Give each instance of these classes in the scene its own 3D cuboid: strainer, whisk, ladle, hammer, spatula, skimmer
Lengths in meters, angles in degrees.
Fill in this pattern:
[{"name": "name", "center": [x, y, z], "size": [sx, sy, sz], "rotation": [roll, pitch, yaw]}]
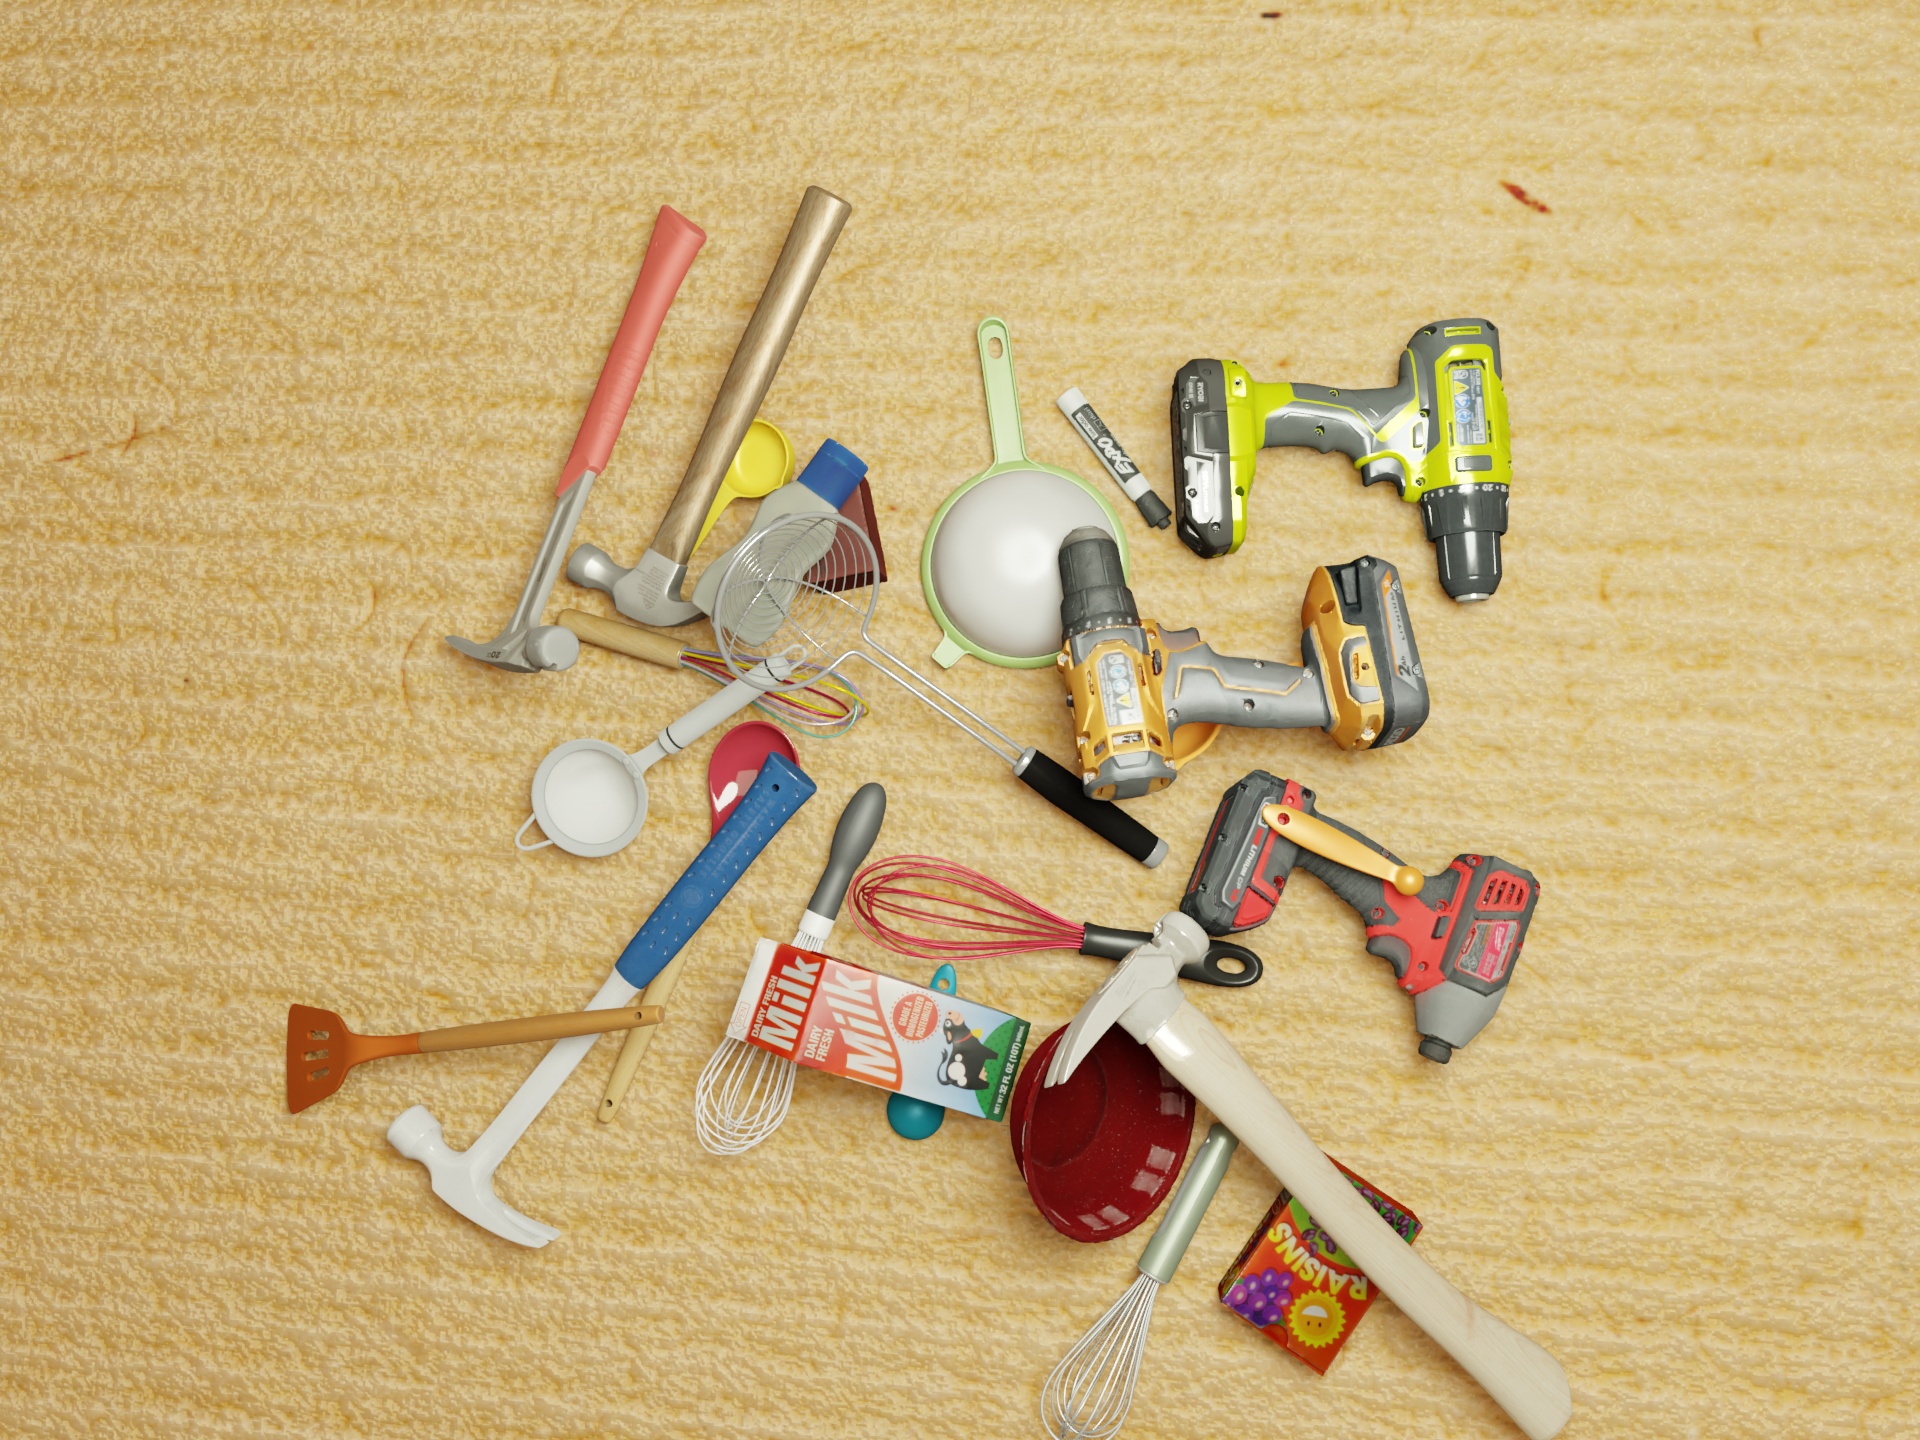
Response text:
[{"name": "strainer", "center": [0.037, -0.166, 1.124], "size": [0.151, 0.069, 0.256], "rotation": [-8, 88, 5]}, {"name": "whisk", "center": [0.128, 0.389, 1.099], "size": [0.059, 0.058, 0.246], "rotation": [28, 85, 5]}, {"name": "ladle", "center": [-0.196, 0.147, 1.154], "size": [0.069, 0.031, 0.315], "rotation": [24, 92, 10]}, {"name": "strainer", "center": [-0.211, 0.019, 1.135], "size": [0.258, 0.050, 0.087], "rotation": [-33, 93, 15]}, {"name": "hammer", "center": [-0.159, -0.218, 1.131], "size": [0.130, 0.031, 0.331], "rotation": [29, 100, 11]}, {"name": "spatula", "center": [-0.355, 0.225, 1.129], "size": [0.322, 0.041, 0.081], "rotation": [-9, 77, 15]}, {"name": "whisk", "center": [-0.116, 0.175, 1.131], "size": [0.070, 0.070, 0.284], "rotation": [22, 85, 6]}, {"name": "hammer", "center": [-0.238, 0.195, 1.131], "size": [0.144, 0.035, 0.405], "rotation": [40, 96, 10]}, {"name": "whisk", "center": [0.067, 0.148, 1.114], "size": [0.296, 0.073, 0.073], "rotation": [11, 88, 0]}, {"name": "hammer", "center": [0.236, 0.318, 1.031], "size": [0.410, 0.038, 0.146], "rotation": [46, 64, 0]}, {"name": "skimmer", "center": [-0.002, -0.003, 1.067], "size": [0.363, 0.090, 0.127], "rotation": [35, 89, -9]}, {"name": "whisk", "center": [-0.181, -0.038, 1.157], "size": [0.245, 0.047, 0.051], "rotation": [16, 96, 11]}, {"name": "hammer", "center": [-0.269, -0.206, 1.156], "size": [0.149, 0.036, 0.359], "rotation": [8, 76, 47]}]

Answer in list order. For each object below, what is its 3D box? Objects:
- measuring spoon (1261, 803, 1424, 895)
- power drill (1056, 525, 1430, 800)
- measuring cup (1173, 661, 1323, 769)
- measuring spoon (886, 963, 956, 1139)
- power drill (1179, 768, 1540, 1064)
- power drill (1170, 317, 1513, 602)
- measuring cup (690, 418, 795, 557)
[{"name": "measuring spoon", "center": [0.251, 0.083, 1.042], "size": [0.117, 0.011, 0.021], "rotation": [26, 79, 0]}, {"name": "power drill", "center": [0.175, -0.052, 1.053], "size": [0.226, 0.084, 0.185], "rotation": [-9, 72, -1]}, {"name": "measuring cup", "center": [0.180, -0.018, 1.114], "size": [0.173, 0.052, 0.095], "rotation": [-10, 84, -2]}, {"name": "measuring spoon", "center": [-0.024, 0.237, 1.133], "size": [0.042, 0.021, 0.128], "rotation": [12, 89, 6]}, {"name": "power drill", "center": [0.269, 0.132, 1.078], "size": [0.219, 0.078, 0.143], "rotation": [23, 80, 3]}, {"name": "power drill", "center": [0.265, -0.173, 1.099], "size": [0.228, 0.080, 0.190], "rotation": [-3, 86, 3]}, {"name": "measuring cup", "center": [-0.180, -0.154, 1.173], "size": [0.062, 0.029, 0.156], "rotation": [43, 104, 8]}]
